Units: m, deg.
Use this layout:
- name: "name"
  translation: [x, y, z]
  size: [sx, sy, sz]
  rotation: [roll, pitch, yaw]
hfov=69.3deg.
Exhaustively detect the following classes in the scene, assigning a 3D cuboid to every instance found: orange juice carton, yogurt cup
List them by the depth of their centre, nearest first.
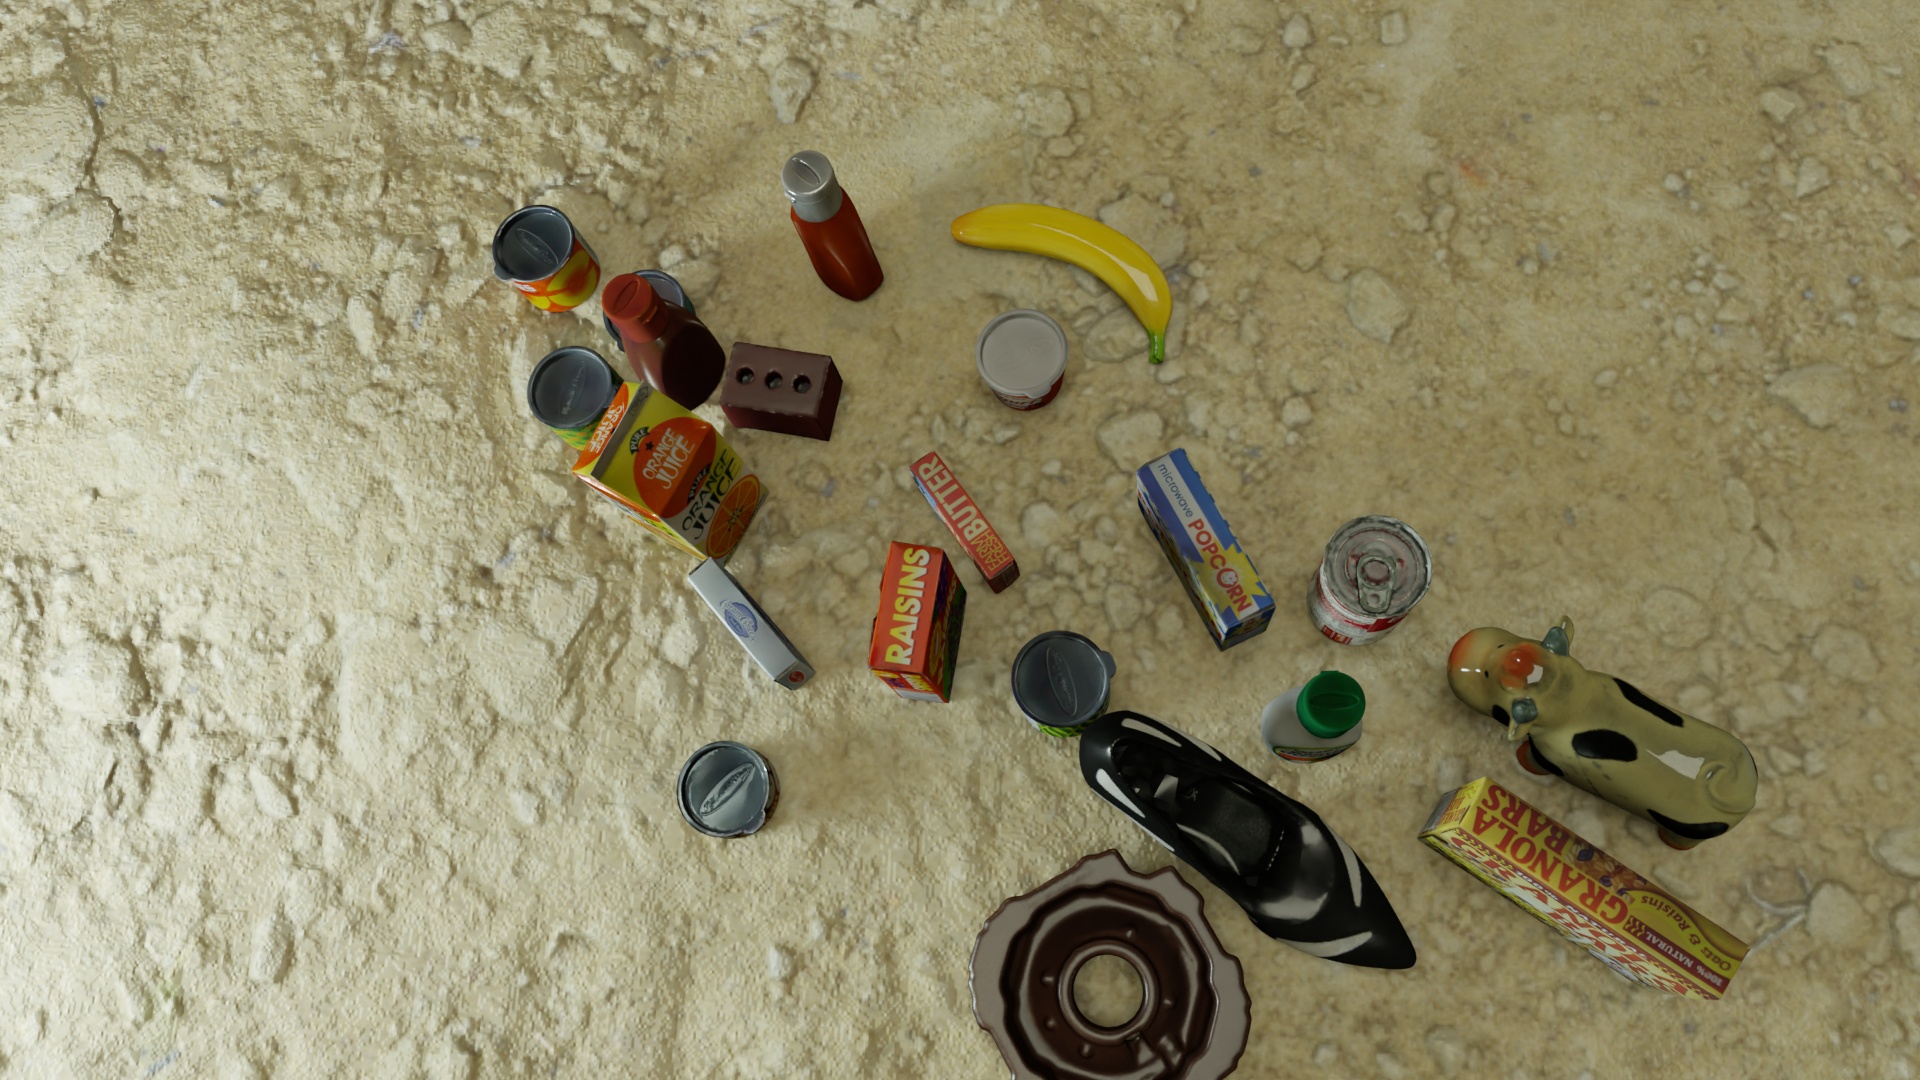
- name: "orange juice carton"
  translation: [-0.202, -0.046, 0.956]
  size: [0.073, 0.192, 0.072]
  rotation: [26, 79, 13]
- name: "yogurt cup"
  translation: [0.047, -0.130, 1.022]
  size: [0.072, 0.054, 0.072]
  rotation: [-2, 74, 7]

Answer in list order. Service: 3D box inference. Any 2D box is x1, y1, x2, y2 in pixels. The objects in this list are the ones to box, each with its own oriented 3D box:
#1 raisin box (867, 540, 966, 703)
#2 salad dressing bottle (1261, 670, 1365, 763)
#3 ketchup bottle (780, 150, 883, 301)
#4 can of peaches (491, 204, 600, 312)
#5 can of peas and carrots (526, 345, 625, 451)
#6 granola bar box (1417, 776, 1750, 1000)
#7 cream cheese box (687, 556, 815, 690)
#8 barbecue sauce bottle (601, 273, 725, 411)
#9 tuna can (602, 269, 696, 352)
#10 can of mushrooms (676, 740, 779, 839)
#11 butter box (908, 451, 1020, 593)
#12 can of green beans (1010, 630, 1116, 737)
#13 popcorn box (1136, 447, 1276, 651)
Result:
- name: "raisin box"
  translation: [-0.028, 0.058, 0.941]
  size: [0.040, 0.123, 0.086]
  rotation: [8, 76, 9]
- name: "salad dressing bottle"
  translation: [0.227, 0.112, 0.882]
  size: [0.064, 0.147, 0.044]
  rotation: [-2, 75, 7]
- name: "ketchup bottle"
  translation: [-0.097, -0.231, 1.019]
  size: [0.043, 0.148, 0.065]
  rotation: [-44, 74, -6]
- name: "can of peaches"
  translation: [-0.326, -0.219, 1.091]
  size: [0.071, 0.058, 0.071]
  rotation: [-2, 74, 7]
- name: "can of peas and carrots"
  translation: [-0.283, -0.106, 1.053]
  size: [0.071, 0.058, 0.071]
  rotation: [-2, 74, 7]
- name: "granola bar box"
  translation: [0.371, 0.213, 0.848]
  size: [0.166, 0.124, 0.039]
  rotation: [34, 81, 14]
- name: "cream cheese box"
  translation: [-0.149, 0.061, 0.992]
  size: [0.024, 0.053, 0.104]
  rotation: [-41, 74, -5]
- name: "barbecue sauce bottle"
  translation: [-0.217, -0.145, 1.009]
  size: [0.044, 0.148, 0.065]
  rotation: [30, 80, 14]
- name: "tuna can"
  translation: [-0.242, -0.172, 1.080]
  size: [0.071, 0.032, 0.071]
  rotation: [-2, 74, 7]
- name: "can of mushrooms"
  translation: [-0.160, 0.177, 0.971]
  size: [0.071, 0.033, 0.071]
  rotation: [-2, 74, 7]
- name: "butter box"
  translation: [0.004, -0.012, 0.994]
  size: [0.024, 0.053, 0.103]
  rotation: [-35, 73, -3]
- name: "can of green beans"
  translation: [0.070, 0.099, 0.952]
  size: [0.071, 0.057, 0.071]
  rotation: [-2, 74, 7]
- name: "popcorn box"
  translation: [0.166, 0.007, 0.952]
  size: [0.038, 0.085, 0.127]
  rotation: [-27, 73, -1]
